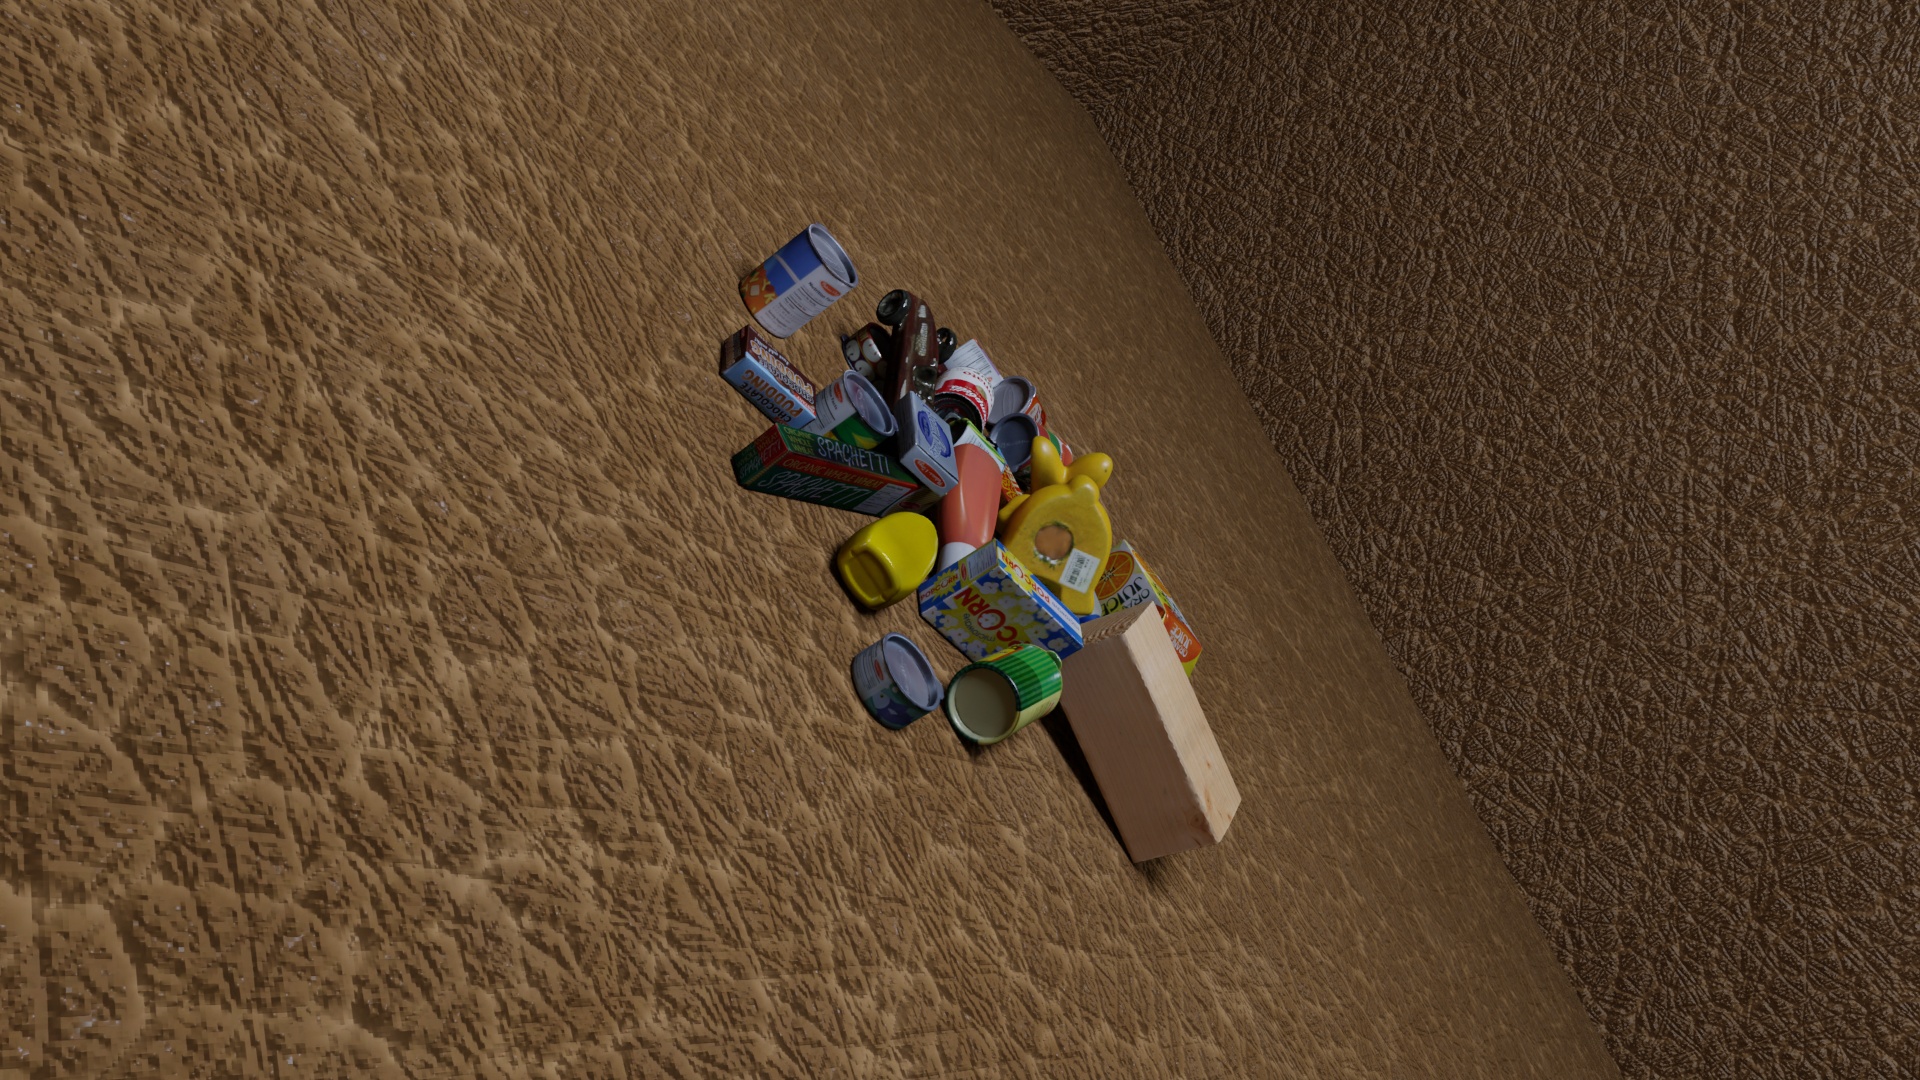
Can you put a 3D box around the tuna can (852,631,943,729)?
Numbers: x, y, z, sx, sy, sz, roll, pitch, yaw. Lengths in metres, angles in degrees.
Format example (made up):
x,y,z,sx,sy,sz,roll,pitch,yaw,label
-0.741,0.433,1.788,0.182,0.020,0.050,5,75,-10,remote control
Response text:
x,y,z,sx,sy,sz,roll,pitch,yaw,label
-0.046,0.105,1.027,0.071,0.032,0.071,46,23,-26,tuna can

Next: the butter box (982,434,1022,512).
x,y,z,sx,sy,sz,roll,pitch,yaw,label
0.037,-0.065,1.474,0.053,0.024,0.104,17,44,-60,butter box

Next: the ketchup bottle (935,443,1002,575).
x,y,z,sx,sy,sz,roll,pitch,yaw,label
0.004,-0.016,1.256,0.064,0.043,0.149,45,39,-36,ketchup bottle

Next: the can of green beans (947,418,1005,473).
x,y,z,sx,sy,sz,roll,pitch,yaw,label
0.001,-0.077,1.350,0.057,0.071,0.071,47,22,-23,can of green beans

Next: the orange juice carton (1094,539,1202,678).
x,y,z,sx,sy,sz,roll,pitch,yaw,label
0.194,0.087,1.484,0.071,0.073,0.193,45,12,-30,orange juice carton

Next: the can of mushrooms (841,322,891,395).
x,y,z,sx,sy,sz,roll,pitch,yaw,label
-0.084,-0.181,1.362,0.071,0.033,0.071,46,24,-27,can of mushrooms

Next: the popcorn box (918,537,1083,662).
x,y,z,sx,sy,sz,roll,pitch,yaw,label
0.036,0.066,1.193,0.126,0.085,0.038,44,25,-32,popcorn box

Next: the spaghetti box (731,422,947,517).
x,y,z,sx,sy,sz,roll,pitch,yaw,label
-0.092,-0.051,1.131,0.250,0.050,0.029,12,46,-62,spaghetti box

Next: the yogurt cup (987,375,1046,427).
x,y,z,sx,sy,sz,roll,pitch,yaw,label
0.063,-0.148,1.601,0.053,0.072,0.073,47,21,-47,yogurt cup

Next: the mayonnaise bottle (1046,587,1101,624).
x,y,z,sx,sy,sz,roll,pitch,yaw,label
0.117,0.056,1.454,0.064,0.041,0.148,27,36,-53,mayonnaise bottle

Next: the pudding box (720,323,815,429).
x,y,z,sx,sy,sz,roll,pitch,yaw,label
-0.156,-0.130,1.132,0.083,0.030,0.050,43,26,-33,pudding box

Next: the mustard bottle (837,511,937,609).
x,y,z,sx,sy,sz,roll,pitch,yaw,label
-0.050,0.009,1.138,0.065,0.048,0.161,56,20,-2,mustard bottle

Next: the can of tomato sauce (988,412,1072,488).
x,y,z,sx,sy,sz,roll,pitch,yaw,label
0.079,-0.096,1.553,0.083,0.071,0.071,29,34,-53,can of tomato sauce

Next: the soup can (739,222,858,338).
x,y,z,sx,sy,sz,roll,pitch,yaw,label
-0.144,-0.231,1.229,0.071,0.083,0.072,47,22,-26,soup can

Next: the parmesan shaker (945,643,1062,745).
x,y,z,sx,sy,sz,roll,pitch,yaw,label
0.038,0.122,1.135,0.071,0.071,0.103,60,21,8,parmesan shaker

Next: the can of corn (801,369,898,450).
x,y,z,sx,sy,sz,roll,pitch,yaw,label
-0.097,-0.100,1.177,0.071,0.058,0.071,46,23,-26,can of corn

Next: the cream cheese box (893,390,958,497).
x,y,z,sx,sy,sz,roll,pitch,yaw,label
-0.031,-0.086,1.214,0.053,0.024,0.104,42,20,-27,cream cheese box

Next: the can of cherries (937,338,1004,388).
x,y,z,sx,sy,sz,roll,pitch,yaw,label
0.004,-0.178,1.512,0.058,0.071,0.072,54,20,-4,can of cherries
